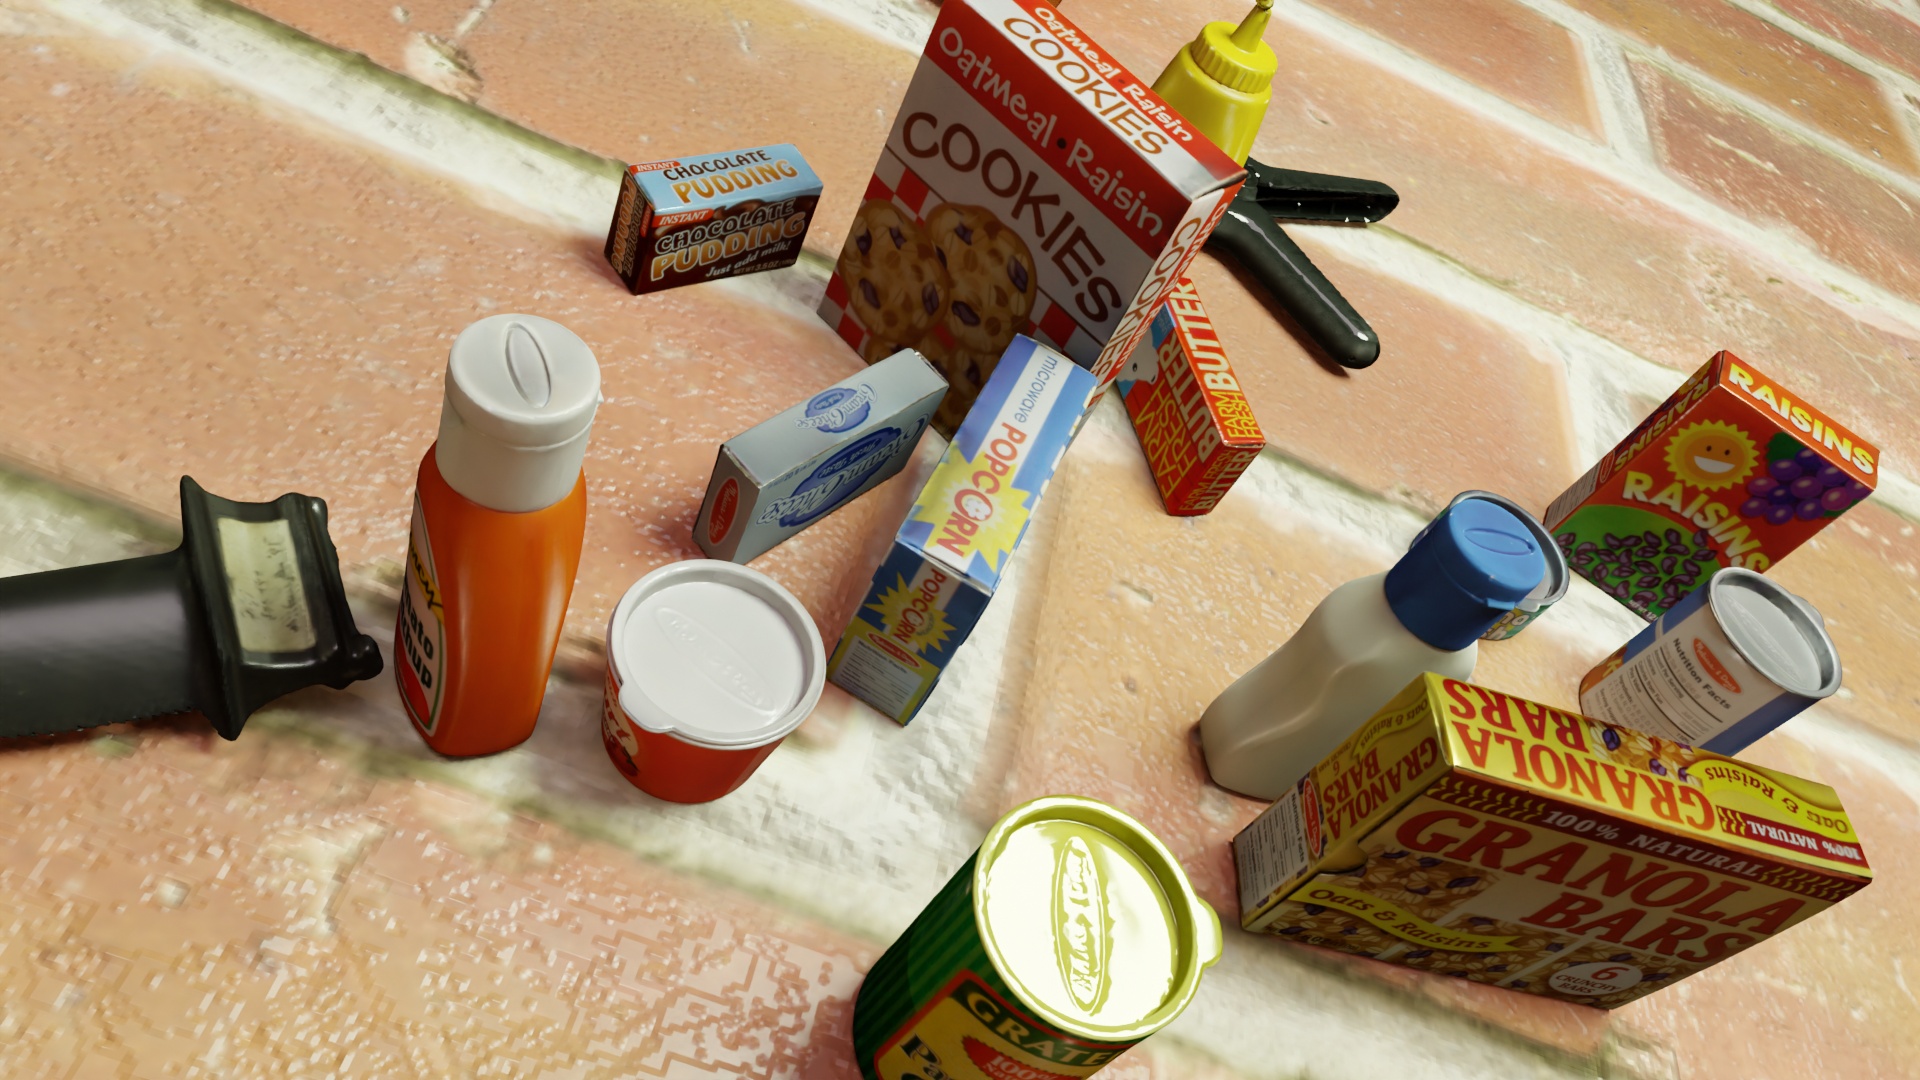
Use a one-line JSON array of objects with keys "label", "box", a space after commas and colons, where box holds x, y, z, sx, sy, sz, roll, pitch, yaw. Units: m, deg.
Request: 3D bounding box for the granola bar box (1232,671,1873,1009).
[{"label": "granola bar box", "box": [0.198, 0.111, 0.482, 0.166, 0.123, 0.039, 16, 48, -14]}]

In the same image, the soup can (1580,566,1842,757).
[{"label": "soup can", "box": [0.333, 0.062, 0.618, 0.071, 0.083, 0.072, 14, 48, -16]}]

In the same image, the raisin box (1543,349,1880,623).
[{"label": "raisin box", "box": [0.357, -0.020, 0.671, 0.086, 0.122, 0.040, 36, 46, 5]}]

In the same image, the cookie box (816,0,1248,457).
[{"label": "cookie box", "box": [0.020, -0.116, 0.551, 0.123, 0.166, 0.040, 45, 48, 13]}]

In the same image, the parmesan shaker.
[{"label": "parmesan shaker", "box": [0.018, 0.126, 0.395, 0.071, 0.102, 0.072, 14, 48, -16]}]

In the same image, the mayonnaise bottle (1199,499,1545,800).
[{"label": "mayonnaise bottle", "box": [0.146, 0.043, 0.496, 0.065, 0.147, 0.041, 9, 50, -20]}]

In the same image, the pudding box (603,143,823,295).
[{"label": "pudding box", "box": [-0.104, -0.137, 0.589, 0.084, 0.049, 0.030, -20, 64, -37]}]

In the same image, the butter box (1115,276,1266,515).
[{"label": "butter box", "box": [0.099, -0.066, 0.629, 0.024, 0.052, 0.104, 2, 53, -26]}]

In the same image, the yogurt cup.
[{"label": "yogurt cup", "box": [-0.083, 0.048, 0.443, 0.072, 0.053, 0.073, 14, 48, -16]}]

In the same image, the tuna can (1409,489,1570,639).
[{"label": "tuna can", "box": [0.248, 0.013, 0.651, 0.071, 0.032, 0.071, 14, 48, -16]}]

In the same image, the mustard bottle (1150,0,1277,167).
[{"label": "mustard bottle", "box": [0.112, -0.196, 0.668, 0.065, 0.159, 0.049, 33, 46, 2]}]

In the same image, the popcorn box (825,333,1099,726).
[{"label": "popcorn box", "box": [0.002, -0.006, 0.508, 0.038, 0.084, 0.127, 30, 46, -1]}]

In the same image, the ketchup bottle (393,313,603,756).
[{"label": "ketchup bottle", "box": [-0.132, 0.000, 0.393, 0.044, 0.148, 0.065, -7, 57, -31]}]

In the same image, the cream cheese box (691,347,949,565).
[{"label": "cream cheese box", "box": [-0.053, -0.032, 0.524, 0.024, 0.053, 0.104, 45, 47, 12]}]
